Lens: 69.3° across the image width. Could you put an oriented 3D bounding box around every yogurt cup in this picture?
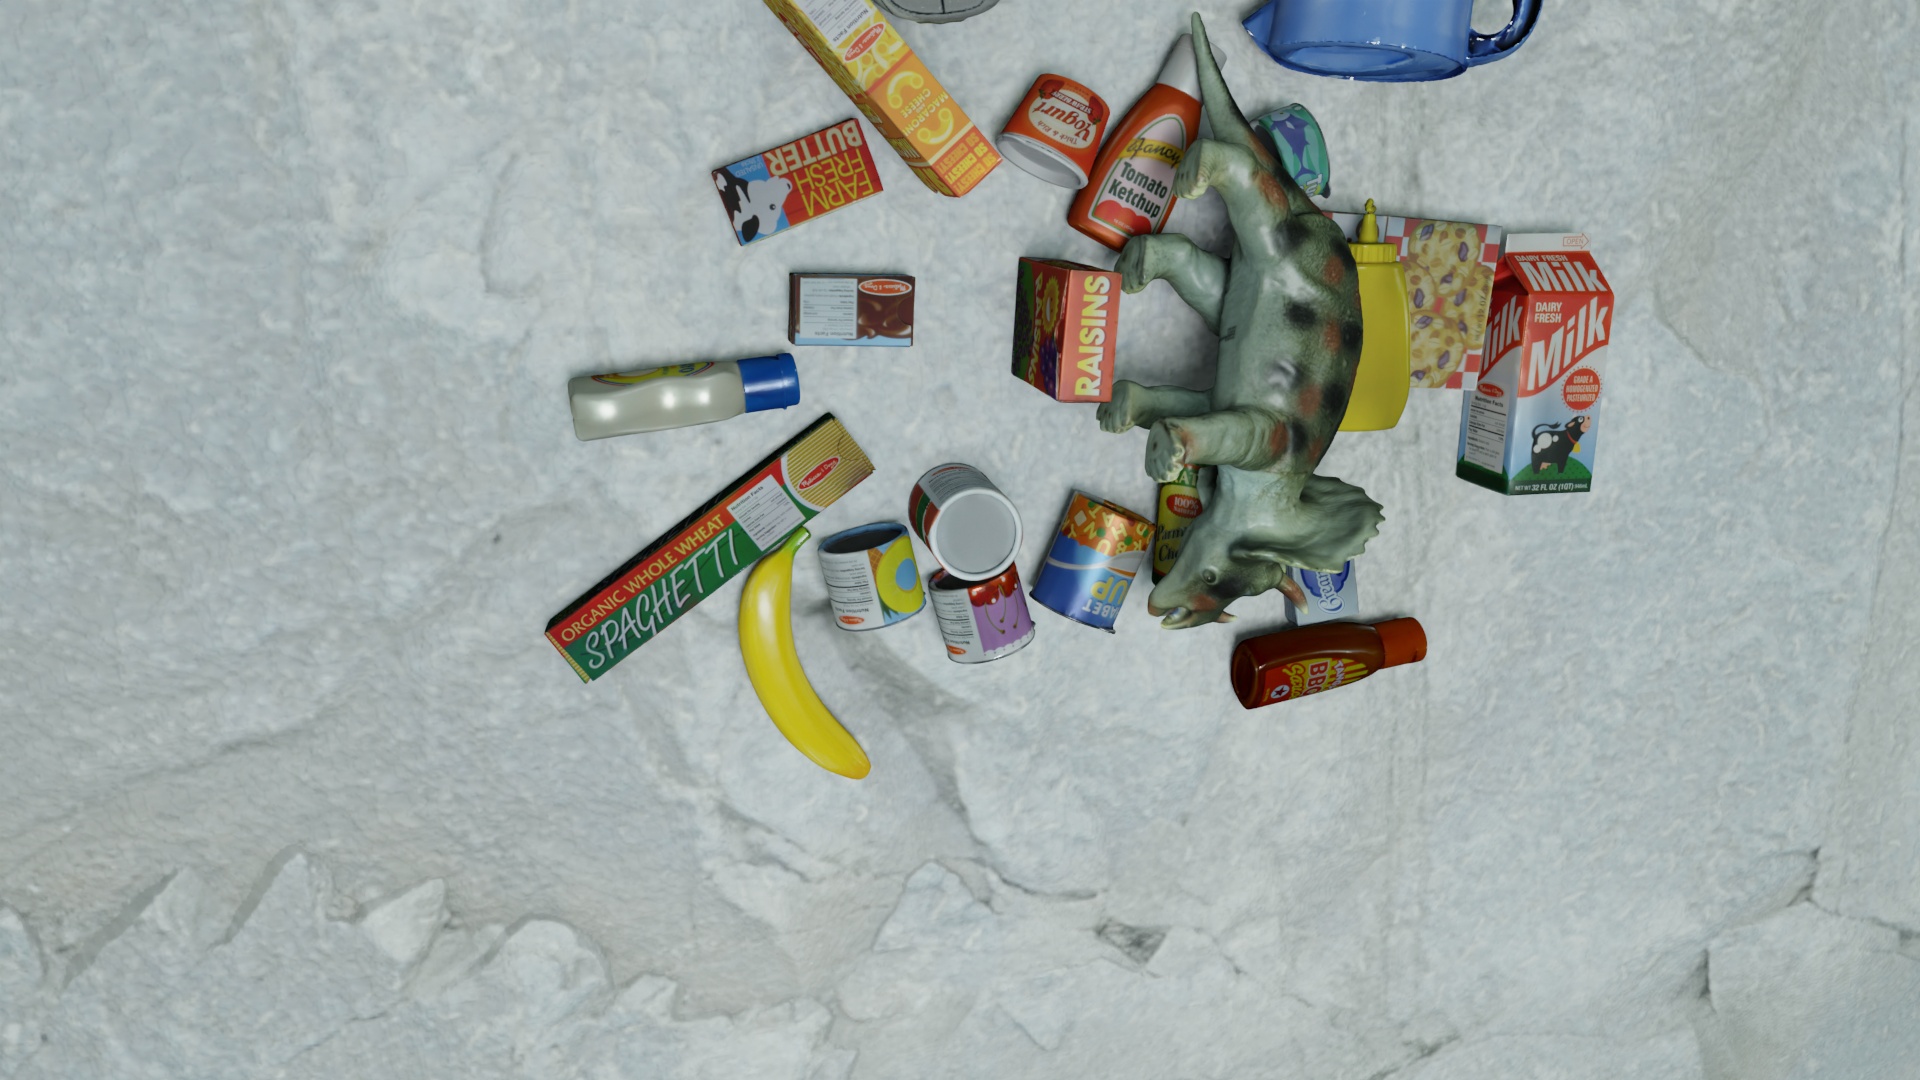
[{"bbox_3d":[0.065,-0.275,0.930,0.072,0.072,0.054,26,90,-18],"label":"yogurt cup"}]

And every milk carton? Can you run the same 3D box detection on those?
[{"bbox_3d":[0.432,-0.134,1.044,0.072,0.073,0.190,-3,105,-12],"label":"milk carton"}]

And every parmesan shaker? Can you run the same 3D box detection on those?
[{"bbox_3d":[0.179,-0.015,1.019,0.071,0.071,0.102,0,104,-13],"label":"parmesan shaker"}]

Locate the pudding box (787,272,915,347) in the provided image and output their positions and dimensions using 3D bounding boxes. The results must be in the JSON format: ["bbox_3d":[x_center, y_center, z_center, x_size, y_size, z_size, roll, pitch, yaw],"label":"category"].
[{"bbox_3d":[-0.074,-0.157,0.946,0.084,0.030,0.049,-1,104,-12],"label":"pudding box"}]

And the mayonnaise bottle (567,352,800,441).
[{"bbox_3d":[-0.183,-0.097,0.922,0.148,0.065,0.041,-10,109,-14],"label":"mayonnaise bottle"}]

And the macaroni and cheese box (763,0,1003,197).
[{"bbox_3d":[-0.052,-0.290,0.867,0.040,0.124,0.166,-42,109,4],"label":"macaroni and cheese box"}]

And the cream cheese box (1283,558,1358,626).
[{"bbox_3d":[0.275,0.011,1.072,0.053,0.024,0.103,-12,106,-8],"label":"cream cheese box"}]

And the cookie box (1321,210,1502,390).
[{"bbox_3d":[0.305,-0.177,1.022,0.168,0.040,0.122,1,104,-14],"label":"cookie box"}]

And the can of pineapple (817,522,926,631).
[{"bbox_3d":[-0.061,0.024,0.979,0.071,0.071,0.057,-15,107,-8],"label":"can of pineapple"}]

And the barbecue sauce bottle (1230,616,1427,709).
[{"bbox_3d":[0.287,0.090,1.080,0.149,0.044,0.064,-11,139,-11],"label":"barbecue sauce bottle"}]

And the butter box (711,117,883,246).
[{"bbox_3d":[-0.108,-0.238,0.921,0.103,0.024,0.053,-23,109,-6],"label":"butter box"}]

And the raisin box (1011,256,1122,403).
[{"bbox_3d":[0.069,-0.144,0.933,0.040,0.123,0.086,1,105,-13],"label":"raisin box"}]

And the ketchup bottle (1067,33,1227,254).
[{"bbox_3d":[0.133,-0.272,0.956,0.065,0.043,0.148,25,97,-17],"label":"ketchup bottle"}]

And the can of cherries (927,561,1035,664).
[{"bbox_3d":[0.017,0.048,1.003,0.071,0.071,0.058,-19,107,-7],"label":"can of cherries"}]

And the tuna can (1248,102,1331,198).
[{"bbox_3d":[0.228,-0.265,0.966,0.033,0.071,0.071,-21,108,-5],"label":"tuna can"}]

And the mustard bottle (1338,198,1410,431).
[{"bbox_3d":[0.283,-0.158,0.973,0.065,0.049,0.159,-3,105,-11],"label":"mustard bottle"}]

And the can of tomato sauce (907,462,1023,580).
[{"bbox_3d":[0.003,-0.012,0.973,0.071,0.083,0.071,-3,105,-12],"label":"can of tomato sauce"}]

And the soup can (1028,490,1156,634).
[{"bbox_3d":[0.099,0.015,1.009,0.071,0.071,0.083,20,99,-17],"label":"soup can"}]

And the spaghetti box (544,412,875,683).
[{"bbox_3d":[-0.174,0.004,0.966,0.250,0.029,0.050,-37,109,-2],"label":"spaghetti box"}]
